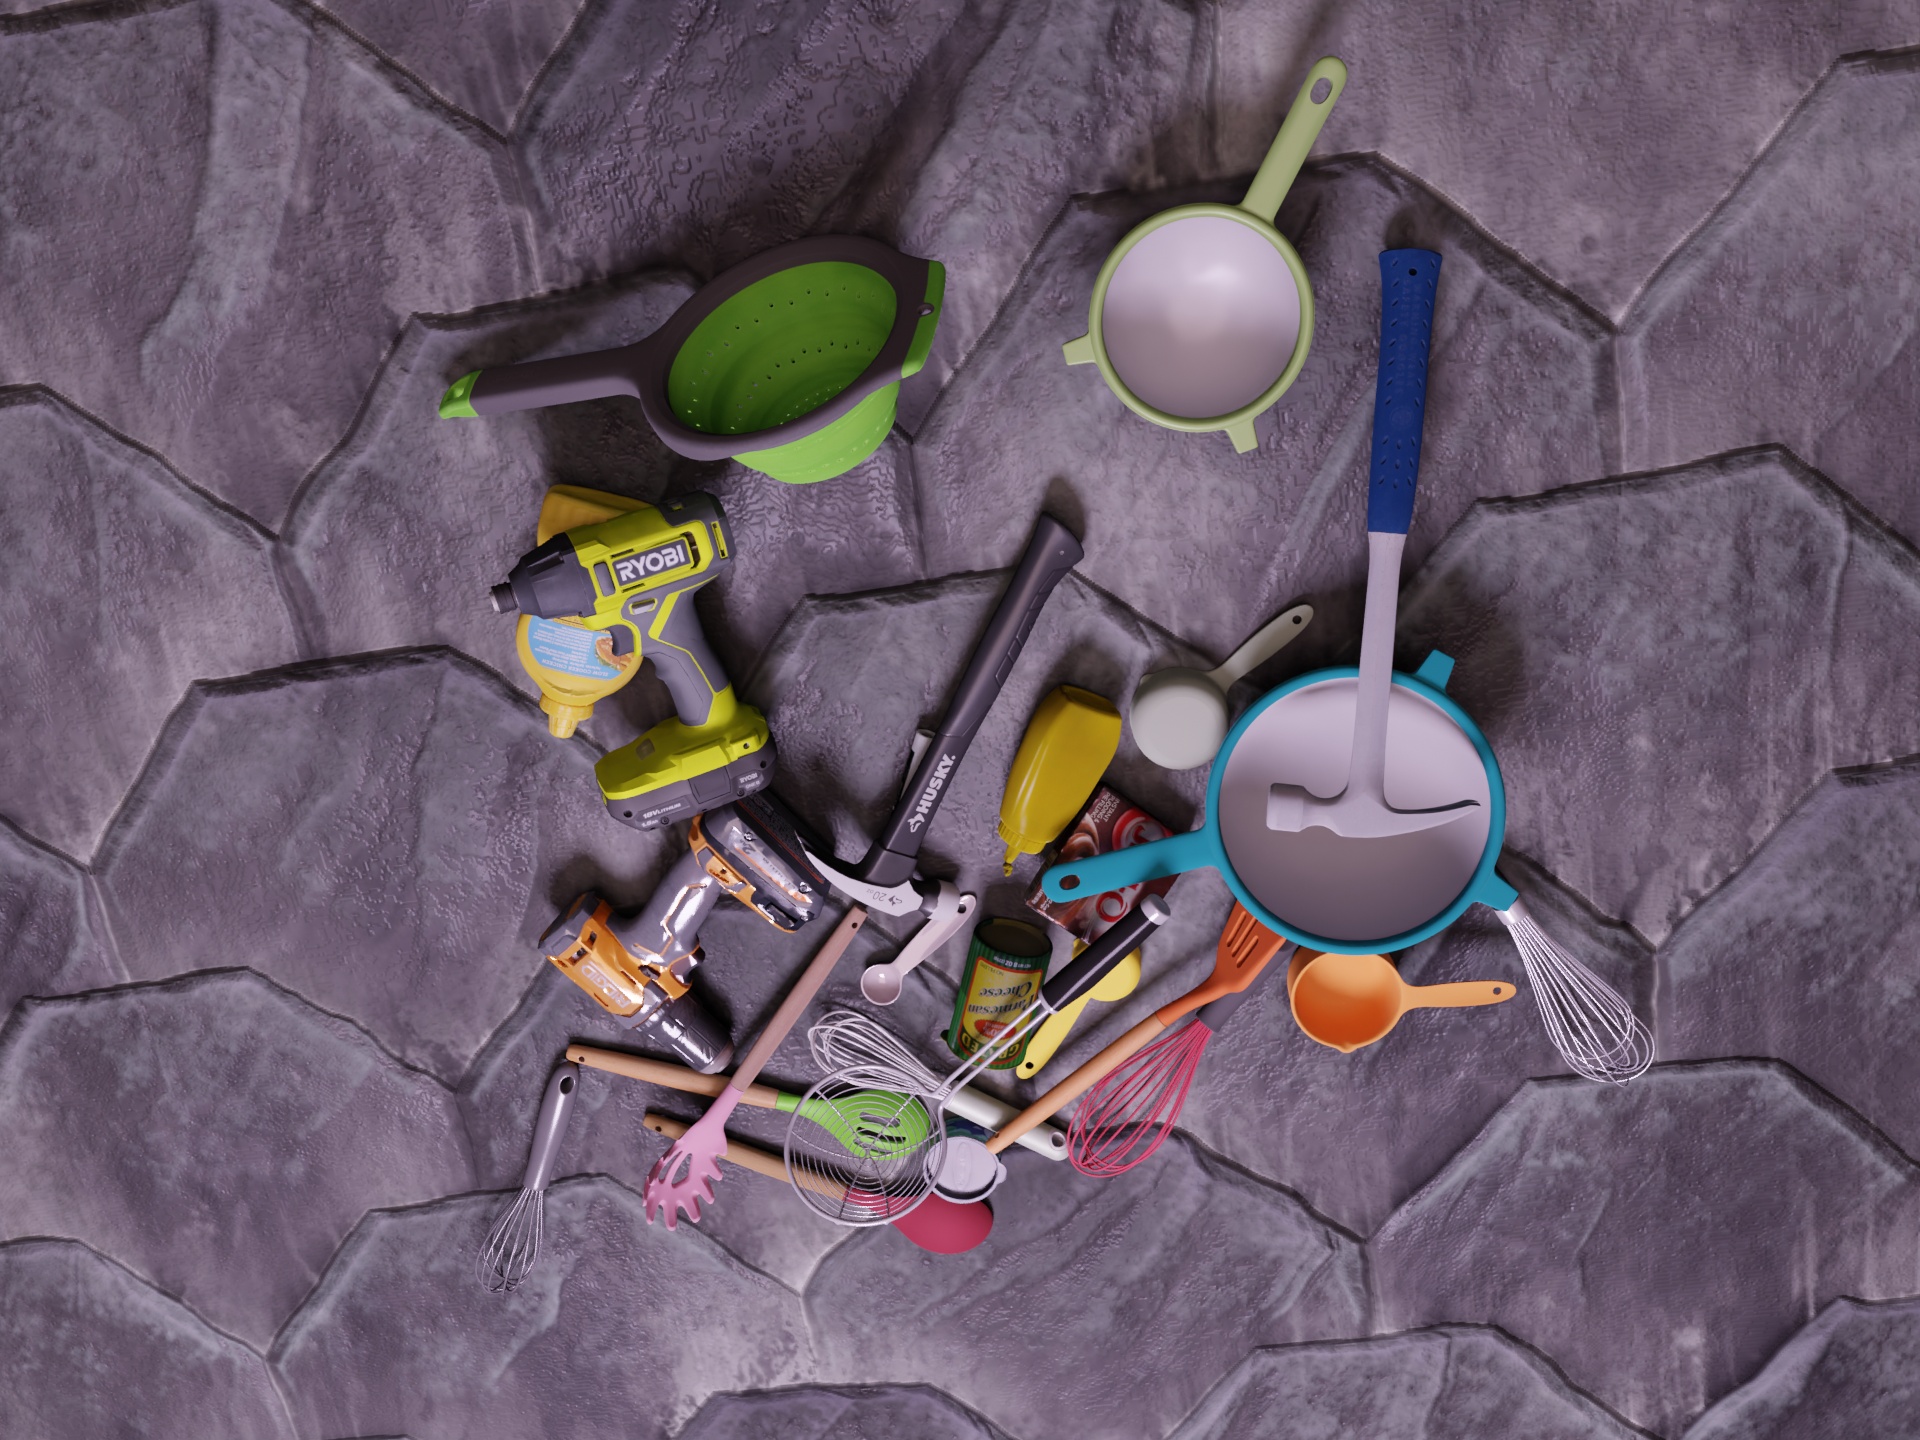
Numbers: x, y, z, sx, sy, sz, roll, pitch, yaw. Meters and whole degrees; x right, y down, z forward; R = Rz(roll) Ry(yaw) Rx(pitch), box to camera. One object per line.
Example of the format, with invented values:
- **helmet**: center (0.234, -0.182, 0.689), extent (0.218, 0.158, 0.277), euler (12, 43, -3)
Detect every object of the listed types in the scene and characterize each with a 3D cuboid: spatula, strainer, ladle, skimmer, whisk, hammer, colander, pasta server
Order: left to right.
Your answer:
- **whisk**: center (-0.371, 0.398, 1.378), extent (0.055, 0.055, 0.239), euler (19, 105, -3)
- **colander**: center (-0.185, -0.227, 1.125), extent (0.397, 0.205, 0.094), euler (-4, 144, 21)
- **pasta server**: center (-0.166, 0.283, 1.307), extent (0.060, 0.040, 0.316), euler (30, 100, -31)
- **ladle**: center (-0.123, 0.395, 1.369), extent (0.315, 0.031, 0.069), euler (20, 115, -1)
- **whisk**: center (-0.016, 0.308, 1.325), extent (0.246, 0.058, 0.059), euler (27, 143, -8)
- **hammer**: center (-0.002, -0.004, 1.203), extent (0.146, 0.035, 0.334), euler (19, 106, -28)
- **skimmer**: center (0.011, 0.249, 1.203), extent (0.363, 0.090, 0.127), euler (-45, 62, 24)
- **spatula**: center (0.136, 0.247, 1.267), extent (0.322, 0.081, 0.041), euler (-41, 120, 15)
- **whisk**: center (0.187, 0.259, 1.287), extent (0.073, 0.073, 0.296), euler (36, 101, -8)
- **strainer**: center (0.187, -0.323, 1.080), extent (0.151, 0.069, 0.256), euler (26, 108, -3)
- **strainer**: center (0.230, 0.079, 1.198), extent (0.340, 0.095, 0.211), euler (-16, 91, 12)
- **hammer**: center (0.302, -0.119, 1.106), extent (0.144, 0.035, 0.405), euler (5, 94, 10)
- **whisk**: center (0.448, 0.172, 1.240), extent (0.070, 0.070, 0.284), euler (-35, 99, 14)

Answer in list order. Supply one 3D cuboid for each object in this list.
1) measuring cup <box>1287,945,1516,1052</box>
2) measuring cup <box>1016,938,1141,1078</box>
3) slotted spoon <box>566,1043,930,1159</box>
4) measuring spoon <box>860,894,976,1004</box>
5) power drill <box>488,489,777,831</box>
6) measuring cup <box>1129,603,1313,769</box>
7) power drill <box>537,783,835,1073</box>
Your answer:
- **measuring cup**: center (0.345, 0.207, 1.259), extent (0.173, 0.052, 0.095), euler (-3, 108, 3)
- **measuring cup**: center (0.091, 0.239, 1.296), extent (0.062, 0.029, 0.156), euler (32, 105, -7)
- **slotted spoon**: center (-0.180, 0.317, 1.346), extent (0.314, 0.031, 0.070), euler (13, 109, 1)
- **measuring spoon**: center (-0.032, 0.184, 1.299), extent (0.124, 0.018, 0.034), euler (-44, 88, 9)
- **power drill**: center (-0.231, -0.040, 1.162), extent (0.171, 0.080, 0.223), euler (-21, 119, -14)
- **measuring cup**: center (0.200, -0.027, 1.195), extent (0.167, 0.038, 0.083), euler (-41, 102, 17)
- **power drill**: center (-0.200, 0.173, 1.272), extent (0.226, 0.084, 0.185), euler (-39, 104, 19)
